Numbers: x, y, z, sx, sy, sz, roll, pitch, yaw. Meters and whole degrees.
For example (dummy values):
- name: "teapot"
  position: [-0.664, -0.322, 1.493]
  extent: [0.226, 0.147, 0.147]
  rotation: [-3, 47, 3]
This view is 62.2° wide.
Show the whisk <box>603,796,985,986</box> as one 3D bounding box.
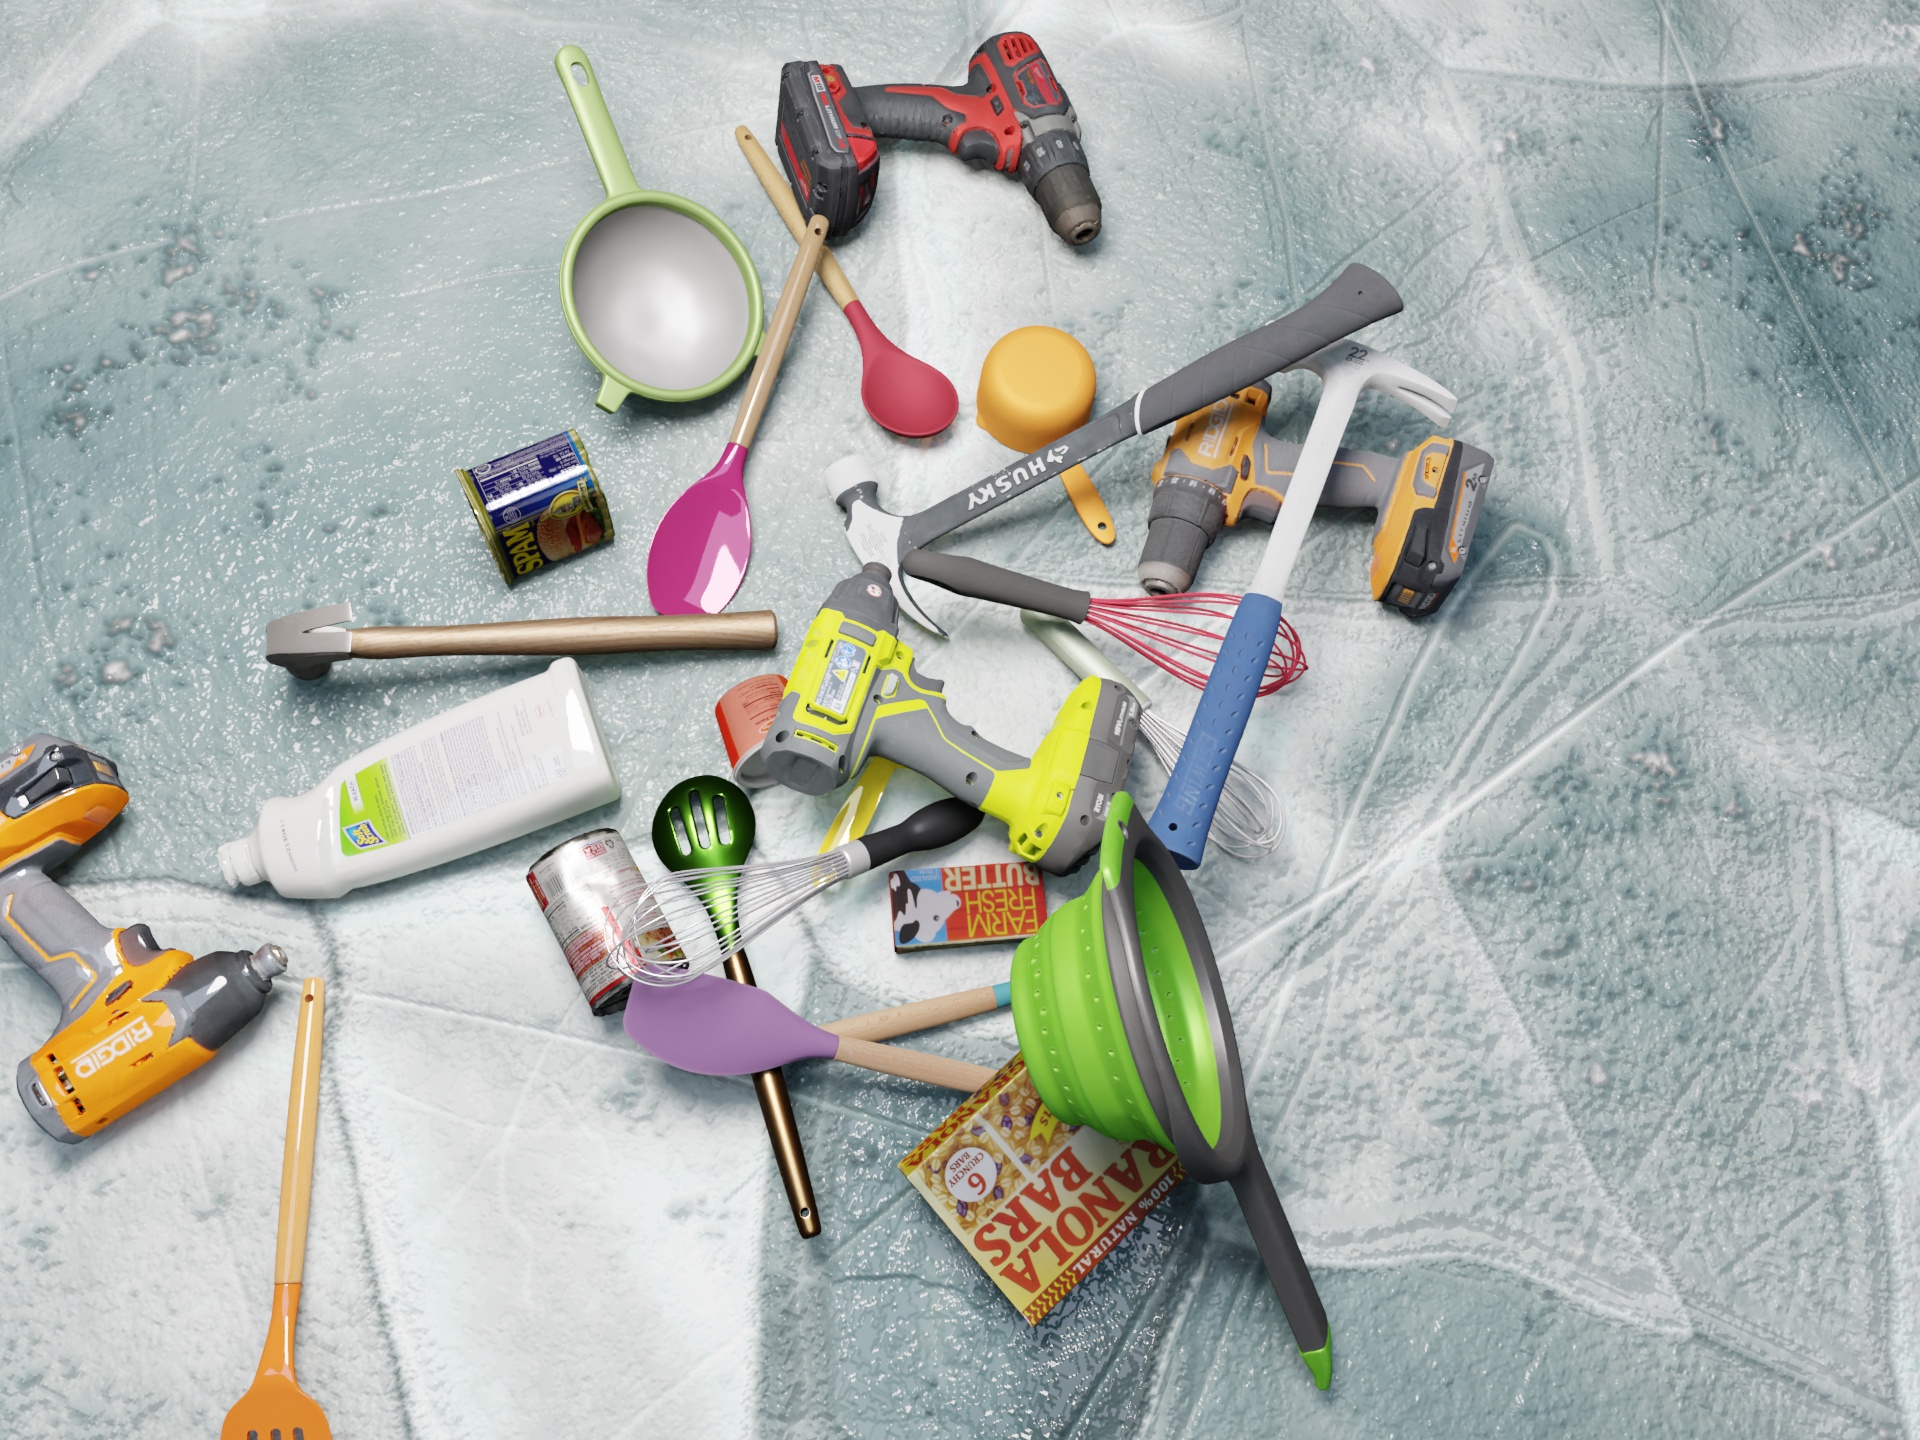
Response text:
- name: "whisk"
  position: [-0.095, 0.098, 1.008]
  extent: [0.284, 0.070, 0.070]
  rotation: [-20, 73, -34]

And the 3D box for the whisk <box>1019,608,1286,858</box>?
- name: "whisk"
  position: [0.129, 0.001, 1.103]
  extent: [0.246, 0.059, 0.058]
  rotation: [45, 31, 15]

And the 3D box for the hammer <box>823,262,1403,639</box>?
- name: "hammer"
  position: [0.109, -0.199, 1.097]
  extent: [0.409, 0.036, 0.149]
  rotation: [-26, 79, 11]

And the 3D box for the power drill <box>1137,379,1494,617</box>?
- name: "power drill"
  position: [0.246, -0.146, 1.140]
  extent: [0.226, 0.084, 0.185]
  rotation: [19, 71, 7]

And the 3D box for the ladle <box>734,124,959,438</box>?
- name: "ladle"
  position: [-0.096, -0.334, 1.205]
  extent: [0.069, 0.031, 0.316]
  rotation: [-25, 73, -19]

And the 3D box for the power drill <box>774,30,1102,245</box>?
- name: "power drill"
  position: [-0.011, -0.429, 1.208]
  extent: [0.226, 0.080, 0.188]
  rotation: [-14, 69, -17]

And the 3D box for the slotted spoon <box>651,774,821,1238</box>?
- name: "slotted spoon"
  position: [-0.136, 0.173, 1.018]
  extent: [0.070, 0.031, 0.314]
  rotation: [-17, 69, -6]

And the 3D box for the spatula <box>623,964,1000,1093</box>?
- name: "spatula"
  position: [-0.054, 0.214, 1.000]
  extent: [0.315, 0.018, 0.060]
  rotation: [15, 76, -11]

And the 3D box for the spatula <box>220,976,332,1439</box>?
- name: "spatula"
  position: [-0.406, 0.319, 0.970]
  extent: [0.081, 0.041, 0.323]
  rotation: [-2, 68, -4]

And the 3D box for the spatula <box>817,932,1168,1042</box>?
- name: "spatula"
  position: [-0.002, 0.186, 1.030]
  extent: [0.317, 0.044, 0.082]
  rotation: [-13, 96, -6]

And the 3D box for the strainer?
- name: "strainer"
  position: [-0.242, -0.348, 1.145]
  extent: [0.151, 0.069, 0.256]
  rotation: [-25, 98, -28]

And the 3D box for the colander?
- name: "colander"
  position: [0.120, 0.241, 0.938]
  extent: [0.094, 0.205, 0.397]
  rotation: [-18, 107, 17]

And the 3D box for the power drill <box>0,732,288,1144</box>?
- name: "power drill"
  position: [-0.535, 0.124, 0.992]
  extent: [0.164, 0.084, 0.226]
  rotation: [-33, 81, -9]

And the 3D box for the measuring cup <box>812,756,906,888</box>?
- name: "measuring cup"
  position: [-0.060, 0.047, 1.082]
  extent: [0.062, 0.029, 0.156]
  rotation: [27, 74, 5]

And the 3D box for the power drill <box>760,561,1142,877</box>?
- name: "power drill"
  position: [-0.002, -0.003, 1.045]
  extent: [0.223, 0.080, 0.171]
  rotation: [23, 56, -8]

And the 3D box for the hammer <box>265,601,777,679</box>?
- name: "hammer"
  position: [-0.288, -0.056, 1.065]
  extent: [0.331, 0.130, 0.031]
  rotation: [-3, 85, -14]

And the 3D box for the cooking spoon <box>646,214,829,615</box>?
- name: "cooking spoon"
  position: [-0.151, -0.220, 1.144]
  extent: [0.068, 0.017, 0.319]
  rotation: [21, 81, -15]

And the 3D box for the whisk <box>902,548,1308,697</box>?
- name: "whisk"
  position: [0.103, -0.072, 1.086]
  extent: [0.295, 0.073, 0.073]
  rotation: [14, 71, -12]

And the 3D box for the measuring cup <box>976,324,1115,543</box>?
- name: "measuring cup"
  position: [0.074, -0.211, 1.161]
  extent: [0.095, 0.052, 0.174]
  rotation: [-22, 73, -11]

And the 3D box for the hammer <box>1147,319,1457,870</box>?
- name: "hammer"
  position: [0.210, -0.087, 1.055]
  extent: [0.144, 0.035, 0.406]
  rotation: [19, 69, 12]
